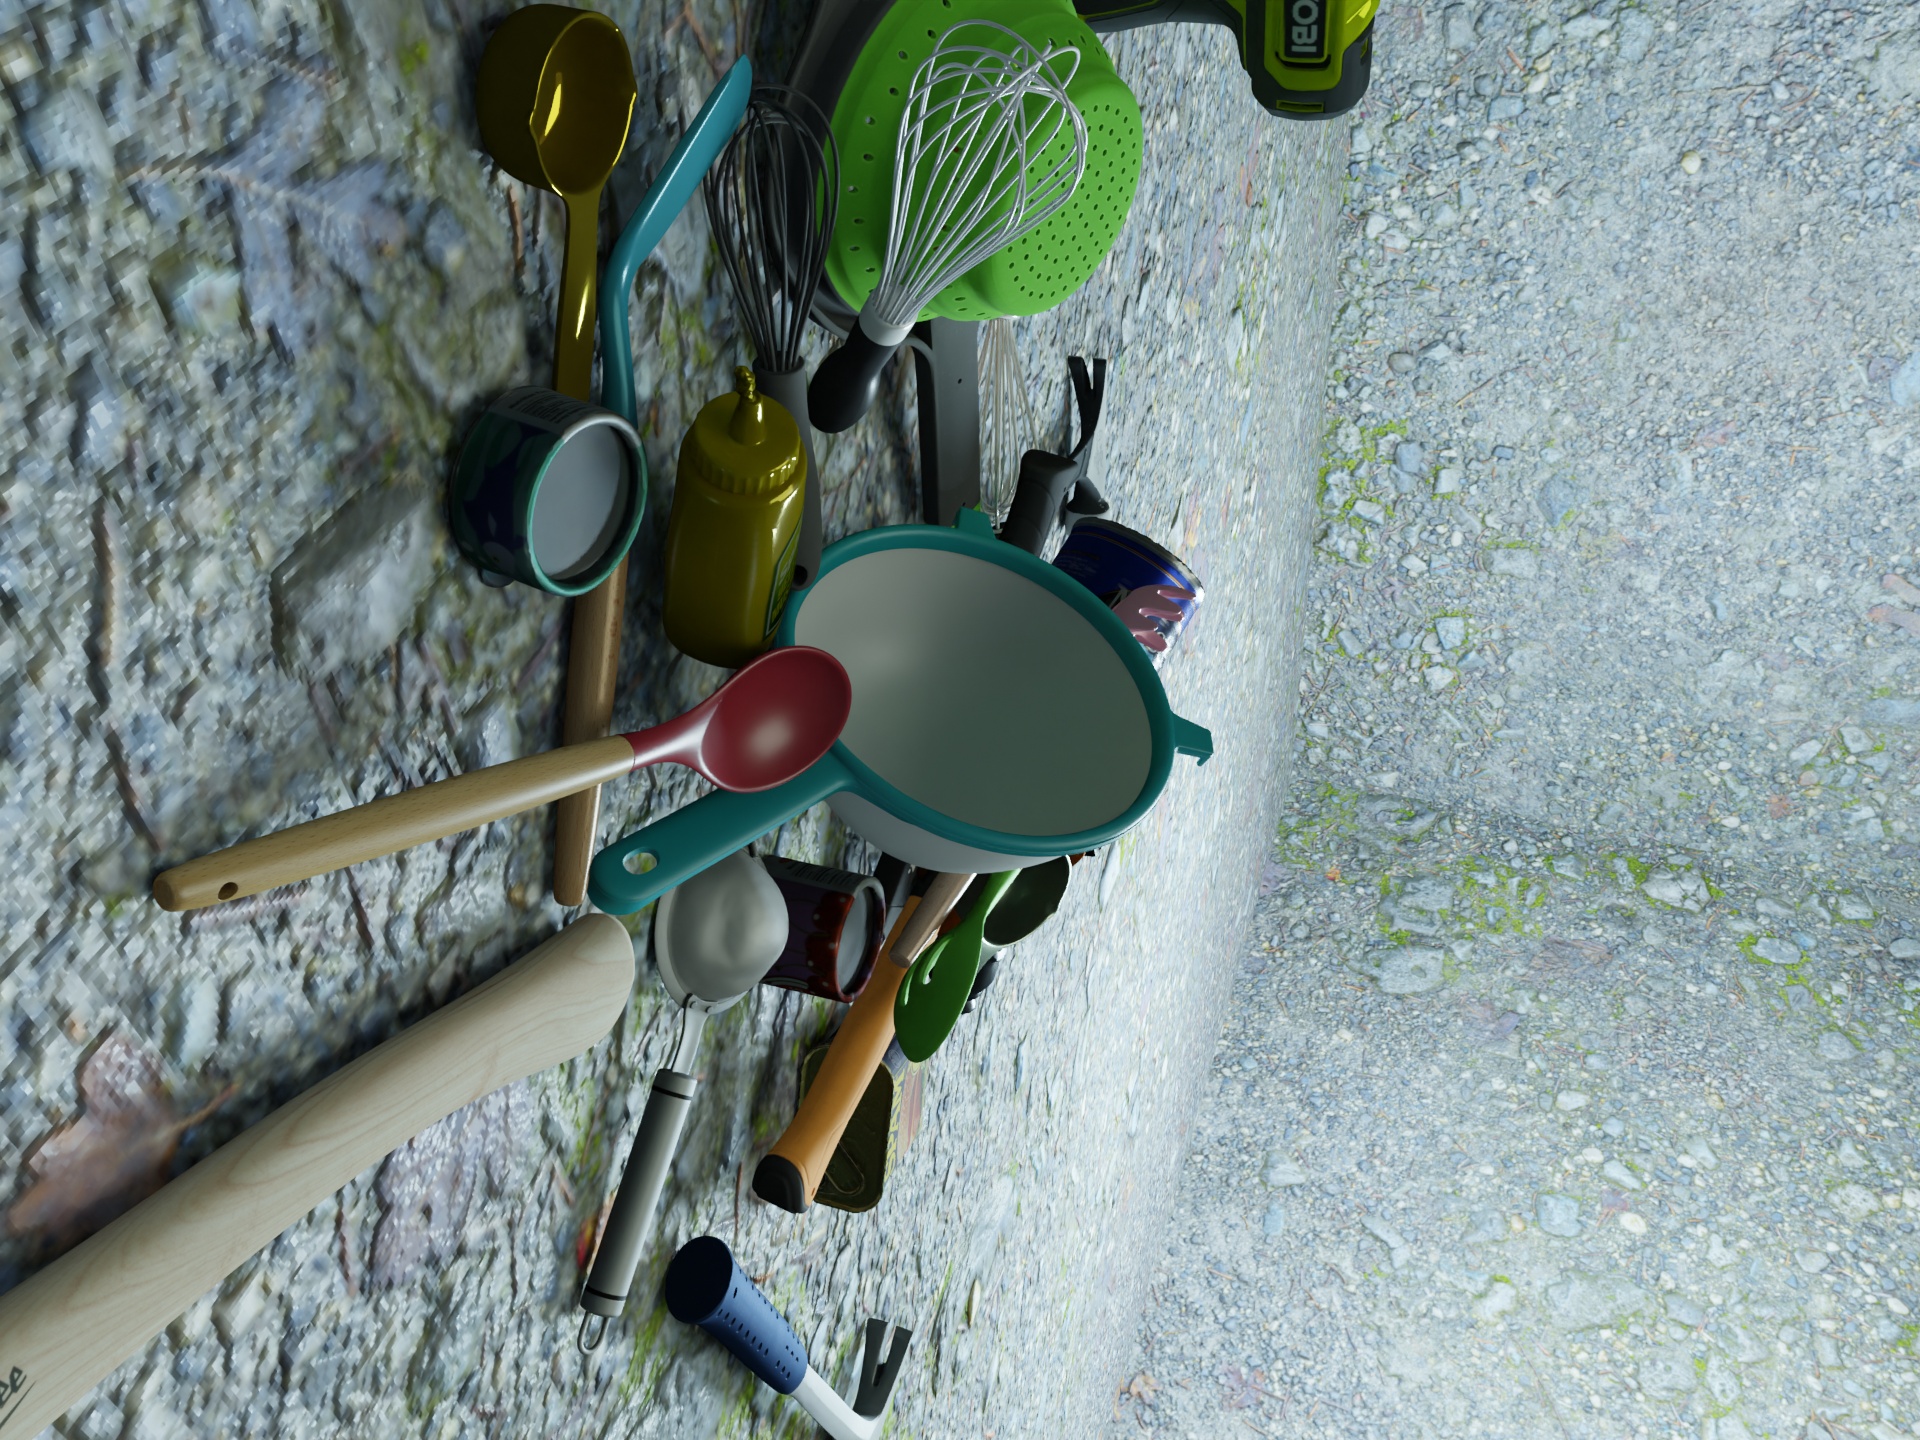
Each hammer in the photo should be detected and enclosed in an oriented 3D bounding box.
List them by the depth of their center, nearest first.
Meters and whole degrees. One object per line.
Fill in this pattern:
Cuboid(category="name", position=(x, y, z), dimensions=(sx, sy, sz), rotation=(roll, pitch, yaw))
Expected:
Cuboid(category="hammer", position=(-0.209, 0.131, 0.446), dimensions=(0.410, 0.038, 0.146), rotation=(-37, 133, -66))
Cuboid(category="hammer", position=(-0.023, 0.117, 0.898), dimensions=(0.337, 0.034, 0.127), rotation=(-63, 160, -20))
Cuboid(category="hammer", position=(-0.001, -0.003, 0.943), dimensions=(0.335, 0.035, 0.146), rotation=(-69, 163, -1))
Cuboid(category="hammer", position=(-0.097, 0.385, 0.948), dimensions=(0.405, 0.035, 0.144), rotation=(75, 30, -54))
Cuboid(category="hammer", position=(0.036, -0.131, 1.080), dimensions=(0.409, 0.036, 0.149), rotation=(-52, 147, -56))

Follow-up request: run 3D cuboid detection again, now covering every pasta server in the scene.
Cuboid(category="pasta server", position=(0.051, 0.022, 0.895), dimensions=(0.316, 0.040, 0.060), rotation=(-54, 172, -36))

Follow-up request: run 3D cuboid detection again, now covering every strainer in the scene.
Cuboid(category="strainer", position=(-0.125, 0.158, 0.725), dimensions=(0.086, 0.050, 0.258), rotation=(34, 70, -54))
Cuboid(category="strainer", position=(-0.046, 0.028, 0.771), dimensions=(0.340, 0.211, 0.095), rotation=(-29, 158, -41))

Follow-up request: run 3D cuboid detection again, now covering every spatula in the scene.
Cuboid(category="spatula", position=(-0.120, -0.081, 0.593), dimensions=(0.082, 0.044, 0.317), rotation=(-117, -145, -77))

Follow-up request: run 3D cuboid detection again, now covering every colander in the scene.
Cuboid(category="colander", position=(0.018, -0.202, 0.784), dimensions=(0.204, 0.095, 0.396), rotation=(-41, 152, -26))

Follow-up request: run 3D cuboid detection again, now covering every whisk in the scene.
Cuboid(category="whisk", position=(-0.019, -0.181, 0.650), dimensions=(0.284, 0.070, 0.070), rotation=(142, -33, -66))
Cuboid(category="whisk", position=(-0.076, -0.154, 0.689), dimensions=(0.055, 0.055, 0.238), rotation=(-62, 160, -45))
Cuboid(category="whisk", position=(0.025, -0.237, 0.962), dimensions=(0.058, 0.059, 0.246), rotation=(-39, 132, -75))

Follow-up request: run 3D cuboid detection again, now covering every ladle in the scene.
Cuboid(category="ladle", position=(-0.137, 0.019, 0.559), dimensions=(0.315, 0.031, 0.069), rotation=(-20, 133, -59))

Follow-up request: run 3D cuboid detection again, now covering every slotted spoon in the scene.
Cuboid(category="slotted spoon", position=(0.036, 0.065, 0.907), dimensions=(0.070, 0.031, 0.314), rotation=(-41, -168, 47))

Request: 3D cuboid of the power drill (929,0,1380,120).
Cuboid(category="power drill", position=(0.096, -0.400, 0.783), dimensions=(0.190, 0.228, 0.080), rotation=(78, 28, -50))

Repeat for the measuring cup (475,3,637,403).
Cuboid(category="measuring cup", position=(-0.139, -0.159, 0.535), dimensions=(0.062, 0.029, 0.156), rotation=(-53, 160, -53))

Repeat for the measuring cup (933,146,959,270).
Cuboid(category="measuring cup", position=(0.009, -0.242, 0.893), dimensions=(0.095, 0.052, 0.173), rotation=(-61, 153, -47))

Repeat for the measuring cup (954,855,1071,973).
Cuboid(category="measuring cup", position=(0.002, 0.137, 1.002), dimensions=(0.167, 0.038, 0.083), rotation=(-53, 143, 5))

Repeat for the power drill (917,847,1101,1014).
Cuboid(category="power drill", position=(0.035, 0.095, 1.135), dimensions=(0.226, 0.084, 0.164), rotation=(-44, 141, -55))
